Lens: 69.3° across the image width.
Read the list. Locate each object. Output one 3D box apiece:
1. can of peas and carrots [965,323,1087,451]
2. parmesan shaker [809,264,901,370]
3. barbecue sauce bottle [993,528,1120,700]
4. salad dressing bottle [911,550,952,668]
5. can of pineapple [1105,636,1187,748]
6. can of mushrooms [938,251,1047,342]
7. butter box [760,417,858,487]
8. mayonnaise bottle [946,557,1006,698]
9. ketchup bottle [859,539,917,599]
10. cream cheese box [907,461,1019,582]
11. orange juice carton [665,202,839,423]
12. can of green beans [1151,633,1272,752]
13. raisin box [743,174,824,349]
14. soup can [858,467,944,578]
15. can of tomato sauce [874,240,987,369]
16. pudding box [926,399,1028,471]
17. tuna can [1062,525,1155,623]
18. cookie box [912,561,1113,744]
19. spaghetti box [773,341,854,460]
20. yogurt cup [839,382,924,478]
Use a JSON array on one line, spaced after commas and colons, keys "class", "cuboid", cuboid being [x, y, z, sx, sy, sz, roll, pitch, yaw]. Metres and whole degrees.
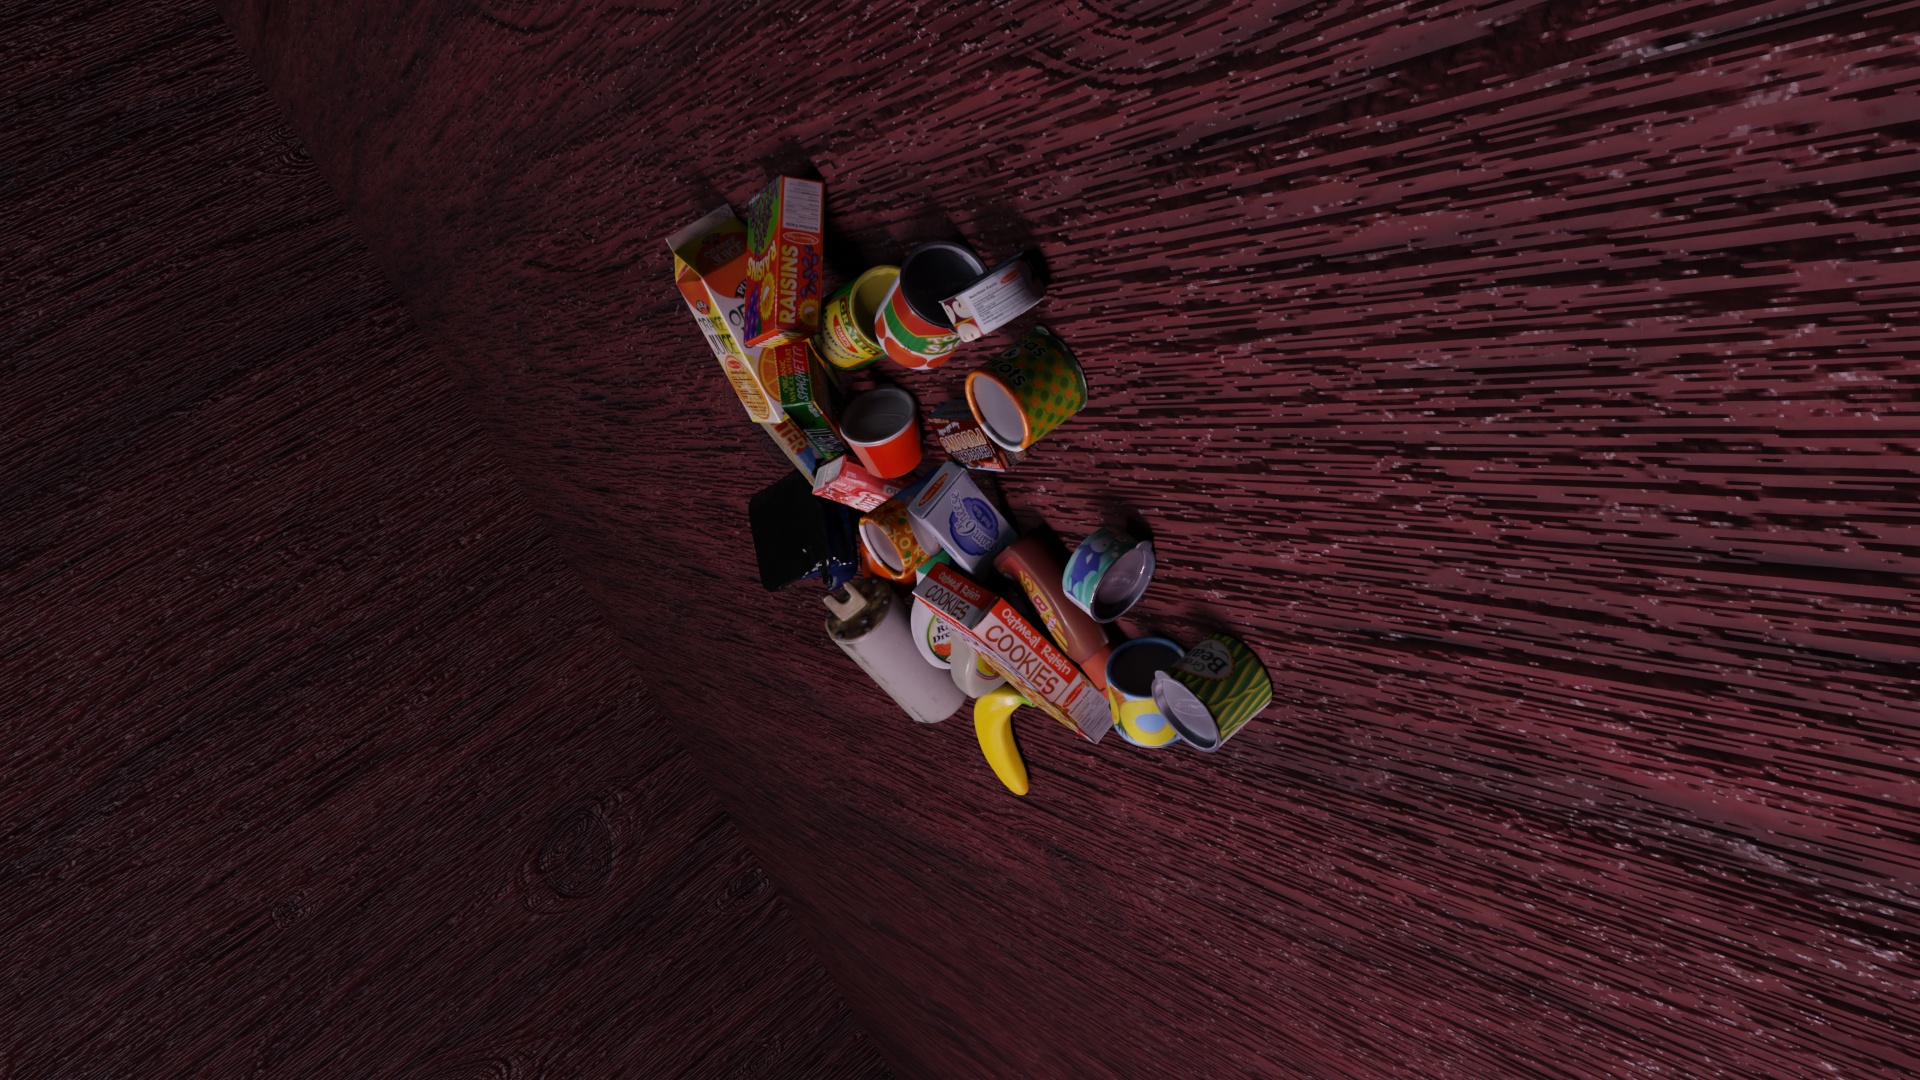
[{"class": "can of peas and carrots", "cuboid": [0.045, -0.106, 0.966, 0.071, 0.059, 0.070, 42, 154, 26]}, {"class": "parmesan shaker", "cuboid": [-0.072, -0.171, 1.095, 0.071, 0.071, 0.103, 59, 157, -11]}, {"class": "barbecue sauce bottle", "cuboid": [0.089, 0.061, 1.133, 0.148, 0.044, 0.064, 52, 162, 5]}, {"class": "salad dressing bottle", "cuboid": [-0.020, 0.052, 1.318, 0.044, 0.064, 0.147, 42, 148, 50]}, {"class": "can of pineapple", "cuboid": [0.145, 0.116, 1.068, 0.071, 0.071, 0.057, 33, 148, 41]}, {"class": "can of mushrooms", "cuboid": [0.022, -0.162, 0.925, 0.033, 0.071, 0.071, 59, 157, -12]}, {"class": "butter box", "cuboid": [-0.151, -0.104, 1.362, 0.103, 0.053, 0.024, 49, 159, 14]}, {"class": "mayonnaise bottle", "cuboid": [0.016, 0.076, 1.278, 0.041, 0.065, 0.147, 35, 147, 40]}, {"class": "ketchup bottle", "cuboid": [-0.070, 0.012, 1.352, 0.065, 0.043, 0.148, 46, 164, 12]}, {"class": "cream cheese box", "cuboid": [0.004, -0.014, 1.142, 0.024, 0.053, 0.103, 32, 168, 44]}, {"class": "orange juice carton", "cuboid": [-0.196, -0.208, 1.279, 0.073, 0.072, 0.192, 10, 131, 59]}, {"class": "can of green beans", "cuboid": [0.181, 0.109, 0.999, 0.071, 0.058, 0.071, 43, 155, 26]}, {"class": "raisin box", "cuboid": [-0.143, -0.222, 1.119, 0.086, 0.040, 0.123, -4, 83, 63]}, {"class": "soup can", "cuboid": [-0.036, -0.015, 1.219, 0.071, 0.084, 0.071, 42, 154, 27]}, {"class": "can of tomato sauce", "cuboid": [-0.020, -0.166, 1.000, 0.071, 0.071, 0.083, 54, 158, 2]}, {"class": "pudding box", "cuboid": [0.014, -0.083, 1.096, 0.083, 0.030, 0.049, 12, 134, 59]}, {"class": "tuna can", "cuboid": [0.109, 0.022, 1.014, 0.033, 0.071, 0.070, 38, 152, 35]}, {"class": "cookie box", "cuboid": [0.047, 0.094, 1.186, 0.167, 0.040, 0.123, 44, 172, -27]}, {"class": "spaghetti box", "cuboid": [-0.121, -0.113, 1.188, 0.250, 0.029, 0.050, 65, -162, -83]}, {"class": "yogurt cup", "cuboid": [-0.064, -0.091, 1.198, 0.072, 0.072, 0.053, 35, 158, 38]}]
